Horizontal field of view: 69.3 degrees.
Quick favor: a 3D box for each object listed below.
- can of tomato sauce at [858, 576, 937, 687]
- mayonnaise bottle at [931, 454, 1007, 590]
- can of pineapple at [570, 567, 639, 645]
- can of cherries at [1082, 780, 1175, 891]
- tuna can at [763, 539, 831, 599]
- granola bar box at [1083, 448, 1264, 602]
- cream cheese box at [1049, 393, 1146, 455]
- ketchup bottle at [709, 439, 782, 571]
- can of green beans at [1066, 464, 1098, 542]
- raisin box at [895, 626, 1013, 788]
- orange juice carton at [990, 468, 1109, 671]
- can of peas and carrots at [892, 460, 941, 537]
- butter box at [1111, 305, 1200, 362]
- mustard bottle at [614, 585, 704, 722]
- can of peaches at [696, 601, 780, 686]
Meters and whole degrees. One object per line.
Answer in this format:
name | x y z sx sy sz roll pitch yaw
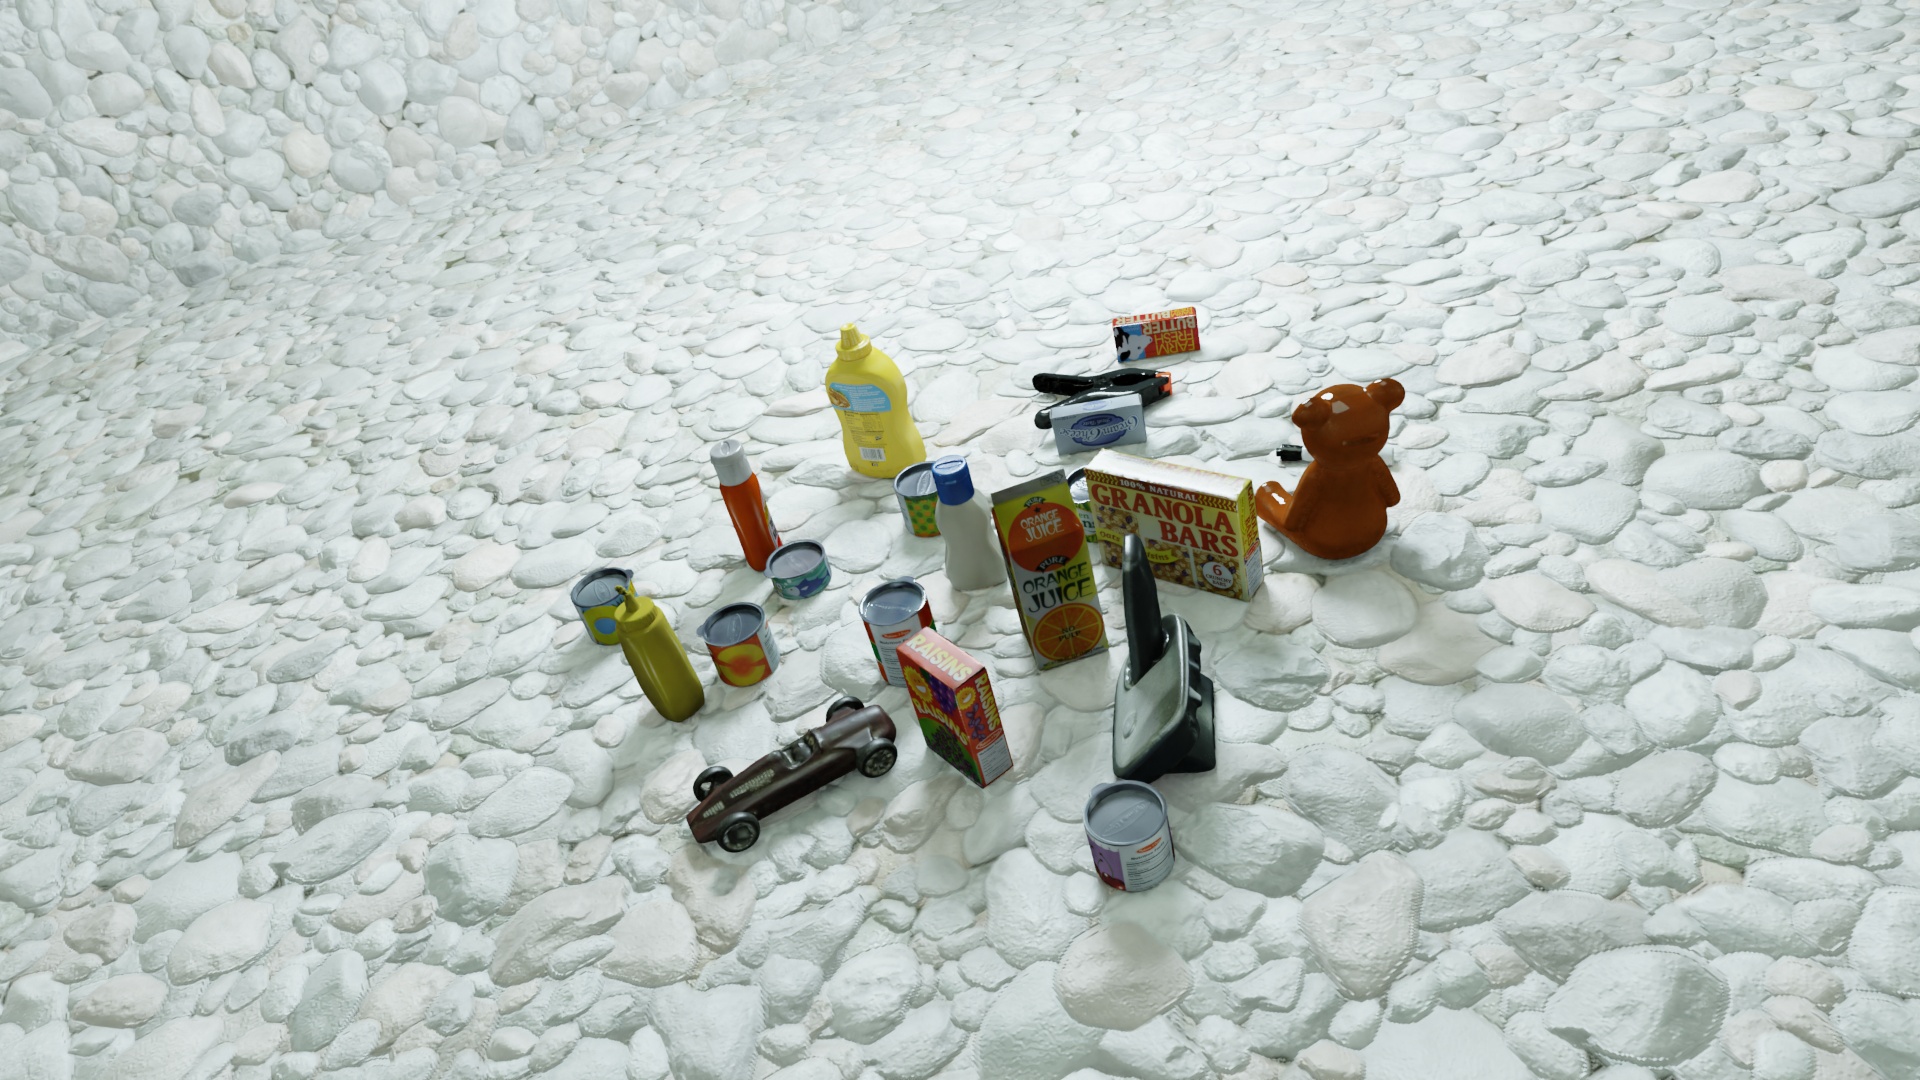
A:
can of tomato sauce | -0.055 0.088 1.336 0.071 0.082 0.071 -10 36 8
mayonnaise bottle | 0.005 -0.018 1.400 0.065 0.147 0.041 -11 36 7
can of pineapple | -0.377 0.071 1.497 0.071 0.057 0.071 -10 36 8
can of cherries | 0.133 0.232 1.099 0.071 0.058 0.072 -10 36 8
tuna can | -0.175 0.033 1.496 0.071 0.032 0.071 -10 36 7
granola bar box | 0.207 -0.016 1.345 0.165 0.123 0.039 15 46 35
cream cheese box | 0.157 -0.131 1.574 0.104 0.053 0.024 -9 37 9
ketchup bottle | -0.234 -0.040 1.516 0.043 0.148 0.065 -18 36 -3
can of green beans | 0.144 -0.039 1.454 0.071 0.057 0.071 -10 36 8
raisin box | -0.004 0.145 1.209 0.040 0.122 0.086 -34 40 -23
orange juice carton | 0.080 0.021 1.284 0.072 0.191 0.073 -18 36 -3
can of peas and carrots | -0.033 -0.046 1.526 0.071 0.058 0.071 -10 36 8
butter box | 0.240 -0.253 1.705 0.103 0.053 0.024 -8 37 10
mustard bottle | -0.297 0.103 1.339 0.049 0.159 0.065 -37 41 -27
can of peaches | -0.222 0.105 1.396 0.071 0.057 0.071 -10 36 8
